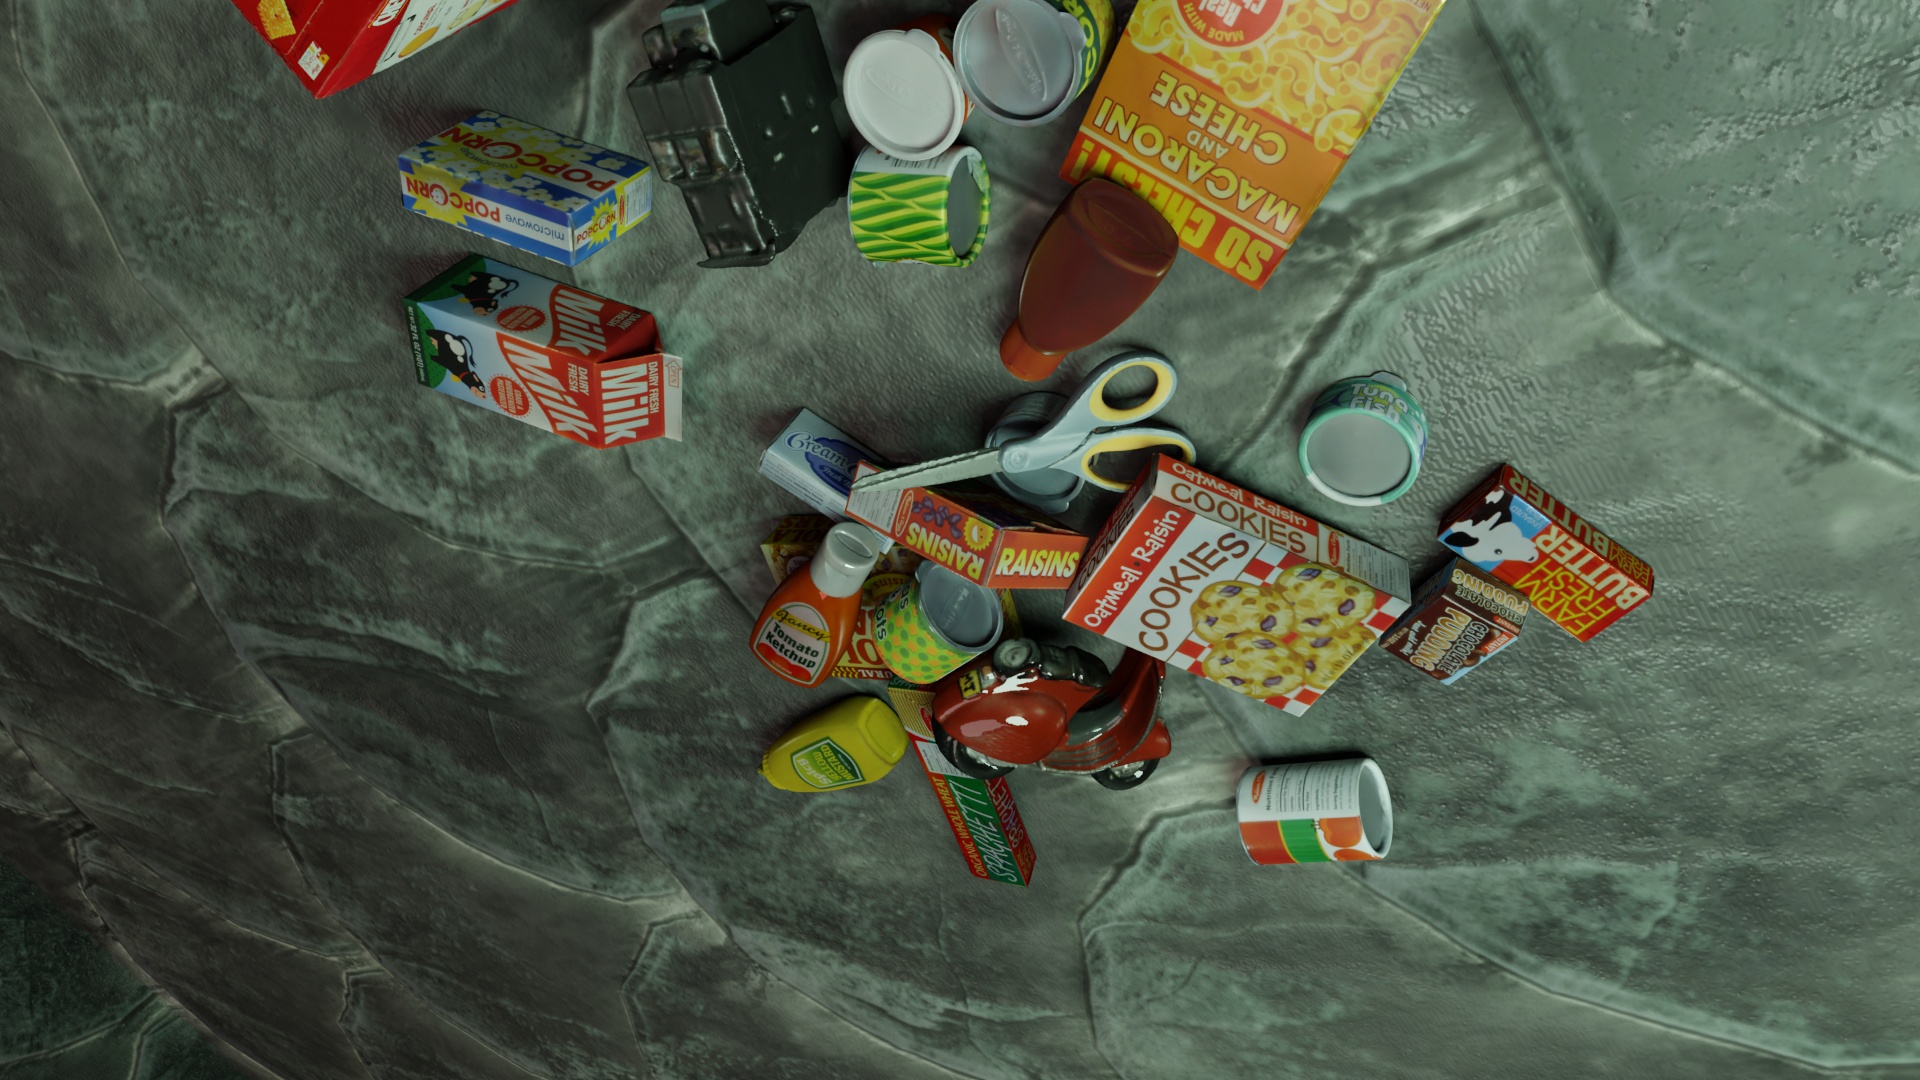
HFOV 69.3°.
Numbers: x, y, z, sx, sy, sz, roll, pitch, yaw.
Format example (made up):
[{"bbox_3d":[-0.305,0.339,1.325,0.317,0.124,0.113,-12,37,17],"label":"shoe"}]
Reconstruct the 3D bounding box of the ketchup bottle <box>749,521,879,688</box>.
[{"bbox_3d":[-0.095,0.042,0.937,0.065,0.044,0.148,33,139,0],"label":"ketchup bottle"}]

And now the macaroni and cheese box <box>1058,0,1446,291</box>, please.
[{"bbox_3d":[0.137,-0.221,0.670,0.124,0.040,0.165,31,133,4],"label":"macaroni and cheese box"}]

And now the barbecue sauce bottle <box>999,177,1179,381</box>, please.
[{"bbox_3d":[0.060,-0.132,0.749,0.065,0.044,0.148,34,155,-4],"label":"barbecue sauce bottle"}]

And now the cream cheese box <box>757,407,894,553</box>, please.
[{"bbox_3d":[-0.078,-0.040,0.920,0.104,0.054,0.024,33,136,1],"label":"cream cheese box"}]

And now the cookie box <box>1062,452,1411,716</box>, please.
[{"bbox_3d":[0.162,0.029,0.833,0.167,0.040,0.122,23,135,-8],"label":"cookie box"}]

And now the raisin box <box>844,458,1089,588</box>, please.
[{"bbox_3d":[0.003,-0.011,0.849,0.123,0.086,0.040,28,105,37],"label":"raisin box"}]

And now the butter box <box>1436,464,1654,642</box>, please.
[{"bbox_3d":[0.321,0.008,0.764,0.103,0.024,0.052,35,134,-1],"label":"butter box"}]

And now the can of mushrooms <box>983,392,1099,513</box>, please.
[{"bbox_3d":[0.051,-0.054,0.853,0.071,0.034,0.070,14,130,17],"label":"can of mushrooms"}]

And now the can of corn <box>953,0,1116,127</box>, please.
[{"bbox_3d":[0.040,-0.248,0.688,0.071,0.058,0.070,15,131,18],"label":"can of corn"}]

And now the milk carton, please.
[{"bbox_3d":[-0.273,-0.124,0.944,0.191,0.074,0.072,20,132,13],"label":"milk carton"}]

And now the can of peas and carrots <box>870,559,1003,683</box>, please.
[{"bbox_3d":[-0.018,0.051,0.895,0.071,0.071,0.058,44,133,-10],"label":"can of peas and carrots"}]

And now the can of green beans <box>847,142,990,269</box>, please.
[{"bbox_3d":[-0.022,-0.185,0.766,0.058,0.071,0.071,9,129,22],"label":"can of green beans"}]

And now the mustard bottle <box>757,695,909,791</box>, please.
[{"bbox_3d":[-0.113,0.171,1.110,0.159,0.049,0.065,-25,109,39],"label":"mustard bottle"}]

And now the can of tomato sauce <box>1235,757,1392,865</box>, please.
[{"bbox_3d":[0.235,0.180,0.919,0.083,0.071,0.071,-12,119,34],"label":"can of tomato sauce"}]

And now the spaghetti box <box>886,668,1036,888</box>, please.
[{"bbox_3d":[0.005,0.180,1.038,0.050,0.029,0.248,5,138,25],"label":"spaghetti box"}]

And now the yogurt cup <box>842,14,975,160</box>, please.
[{"bbox_3d":[-0.020,-0.241,0.729,0.072,0.054,0.072,15,131,18],"label":"yogurt cup"}]

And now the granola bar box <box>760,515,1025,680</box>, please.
[{"bbox_3d":[-0.044,0.042,0.977,0.165,0.039,0.123,0,126,28],"label":"granola bar box"}]

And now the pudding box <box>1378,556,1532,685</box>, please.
[{"bbox_3d":[0.282,0.047,0.795,0.050,0.030,0.083,30,154,4],"label":"pudding box"}]

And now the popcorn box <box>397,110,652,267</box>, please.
[{"bbox_3d":[-0.267,-0.219,0.858,0.127,0.085,0.038,21,131,13],"label":"popcorn box"}]

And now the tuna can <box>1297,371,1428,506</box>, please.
[{"bbox_3d":[0.221,-0.055,0.761,0.071,0.033,0.070,15,131,18],"label":"tuna can"}]
